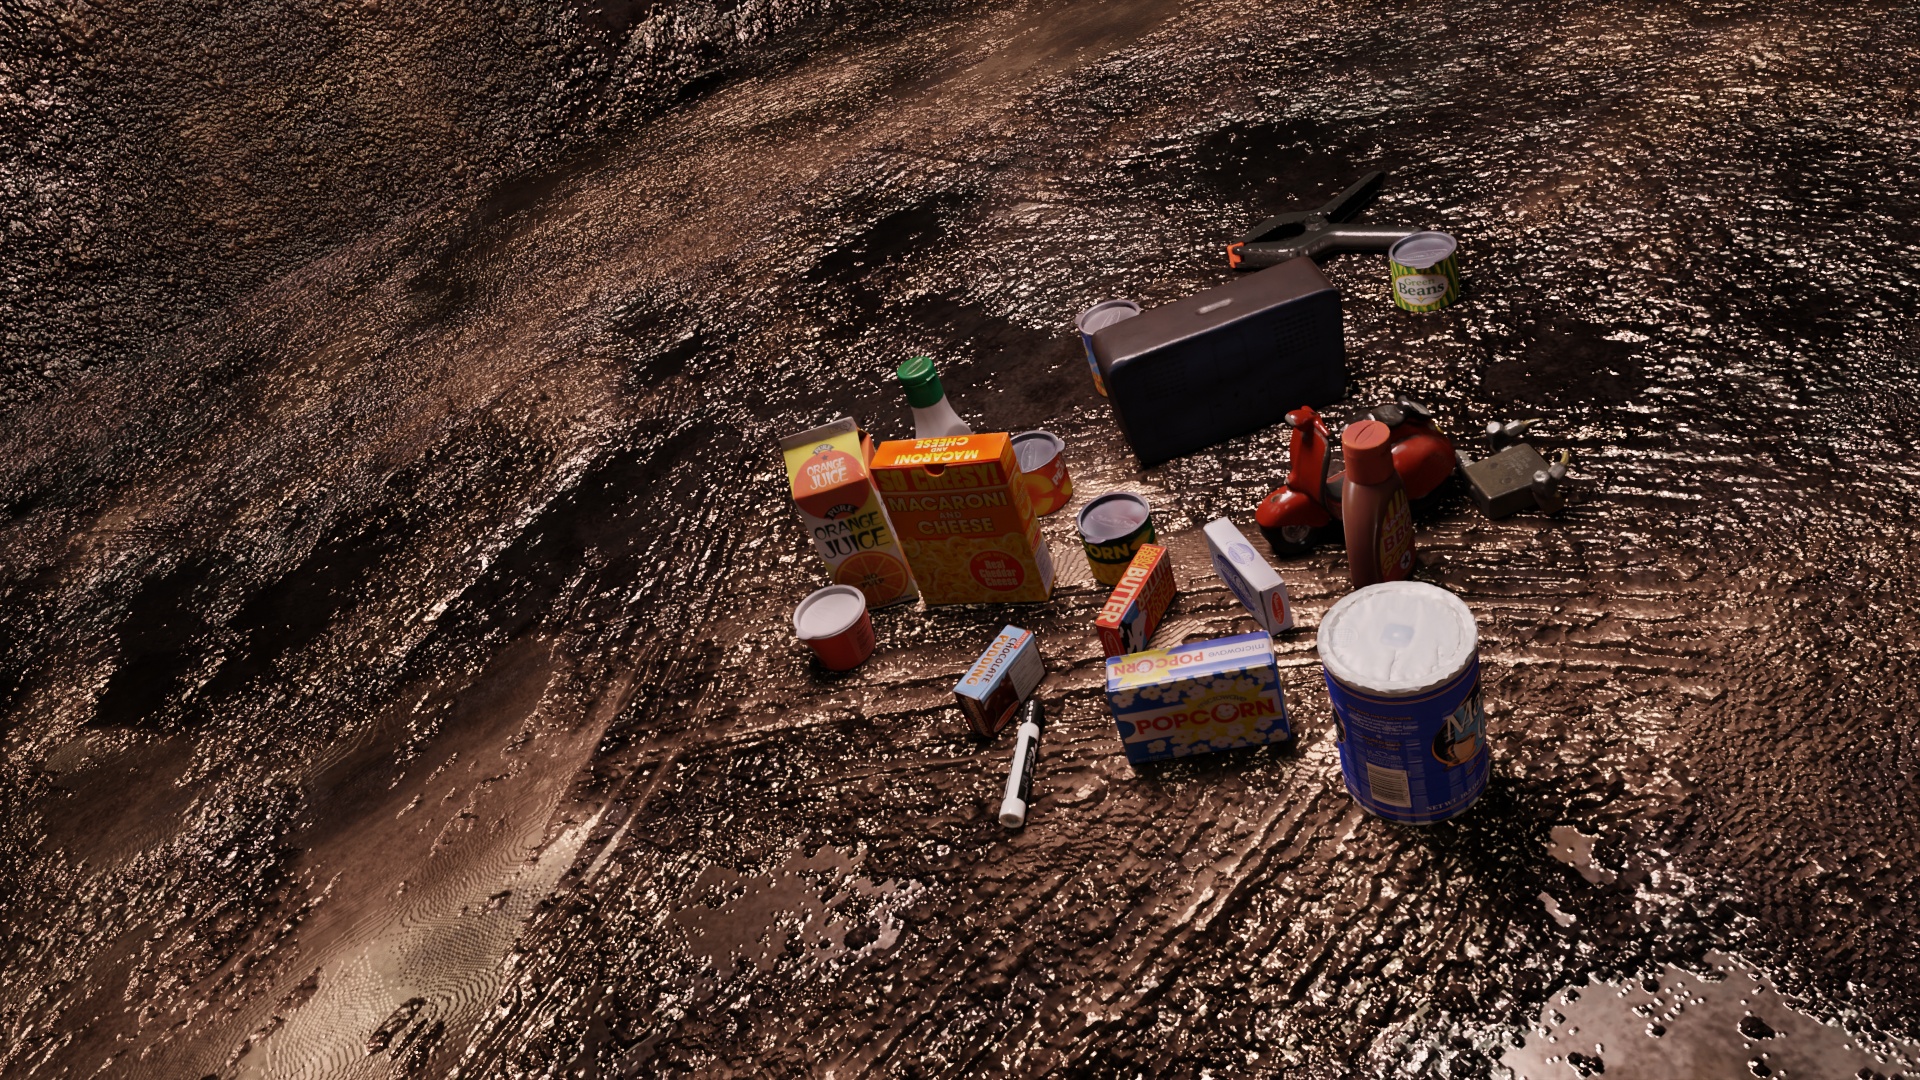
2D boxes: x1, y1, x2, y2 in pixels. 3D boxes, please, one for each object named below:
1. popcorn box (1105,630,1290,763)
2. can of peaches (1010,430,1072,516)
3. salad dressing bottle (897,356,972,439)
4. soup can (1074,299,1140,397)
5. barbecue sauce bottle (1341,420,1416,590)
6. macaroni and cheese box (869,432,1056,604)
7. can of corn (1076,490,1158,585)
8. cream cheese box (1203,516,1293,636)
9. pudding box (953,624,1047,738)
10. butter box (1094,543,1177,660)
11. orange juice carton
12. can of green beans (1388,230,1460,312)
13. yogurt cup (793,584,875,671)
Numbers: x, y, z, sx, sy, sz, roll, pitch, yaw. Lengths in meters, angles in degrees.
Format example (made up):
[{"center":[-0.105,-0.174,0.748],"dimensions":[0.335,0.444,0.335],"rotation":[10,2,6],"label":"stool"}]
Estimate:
[{"center":[0.181,0.120,1.054],"dimensions":[0.126,0.085,0.038],"rotation":[-11,38,13],"label":"popcorn box"},{"center":[0.074,-0.065,1.357],"dimensions":[0.071,0.057,0.071],"rotation":[-13,38,10],"label":"can of peaches"},{"center":[-0.023,-0.114,1.390],"dimensions":[0.044,0.147,0.064],"rotation":[18,52,40],"label":"salad dressing bottle"},{"center":[0.163,-0.201,1.463],"dimensions":[0.071,0.083,0.072],"rotation":[-13,38,10],"label":"soup can"},{"center":[0.333,-0.028,1.114],"dimensions":[0.044,0.147,0.065],"rotation":[20,53,41],"label":"barbecue sauce bottle"},{"center":[0.004,-0.016,1.239],"dimensions":[0.123,0.165,0.040],"rotation":[-3,40,22],"label":"macaroni and cheese box"},{"center":[0.141,0.000,1.244],"dimensions":[0.071,0.058,0.071],"rotation":[-13,38,10],"label":"can of corn"},{"center":[0.241,0.029,1.165],"dimensions":[0.024,0.053,0.104],"rotation":[-25,37,-5],"label":"cream cheese box"},{"center":[0.034,0.117,1.157],"dimensions":[0.030,0.049,0.084],"rotation":[14,49,37],"label":"pudding box"},{"center":[0.150,0.056,1.176],"dimensions":[0.024,0.053,0.104],"rotation":[8,45,33],"label":"butter box"},{"center":[-0.101,-0.028,1.282],"dimensions":[0.072,0.191,0.073],"rotation":[-15,37,8],"label":"orange juice carton"},{"center":[0.478,-0.276,1.430],"dimensions":[0.071,0.057,0.071],"rotation":[-13,38,10],"label":"can of green beans"},{"center":[-0.112,0.082,1.265],"dimensions":[0.072,0.053,0.073],"rotation":[-13,38,10],"label":"yogurt cup"}]
